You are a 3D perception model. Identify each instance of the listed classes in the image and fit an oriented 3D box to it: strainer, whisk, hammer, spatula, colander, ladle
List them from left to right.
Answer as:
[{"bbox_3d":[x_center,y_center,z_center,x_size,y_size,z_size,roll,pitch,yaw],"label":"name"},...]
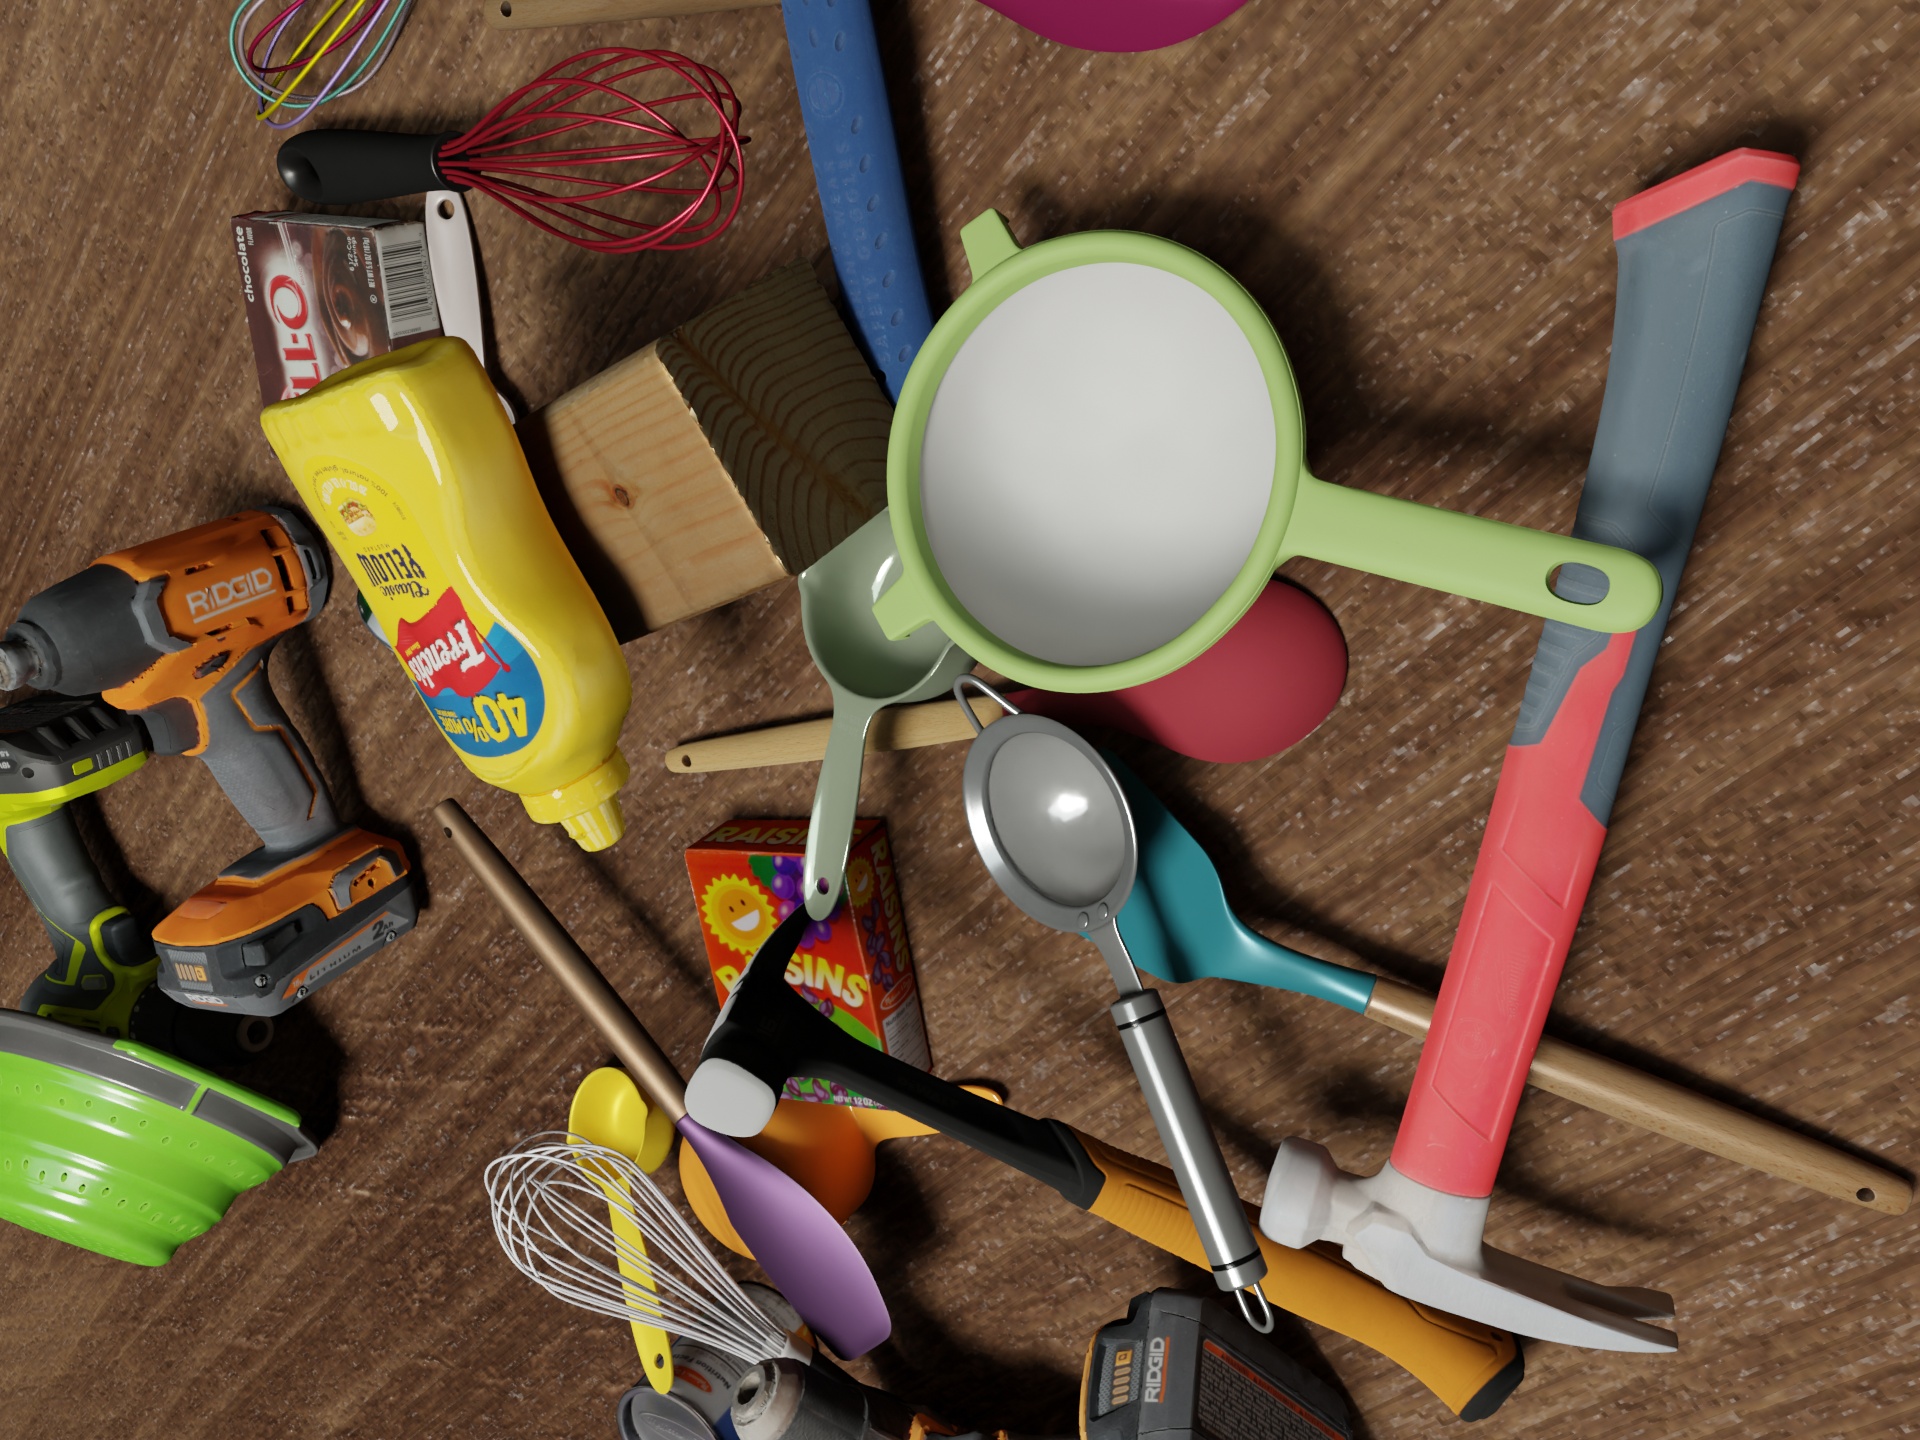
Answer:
[{"bbox_3d":[-0.537,0.261,0.956,0.397,0.095,0.204,-15,137,45],"label":"colander"},{"bbox_3d":[-0.212,-0.319,0.627,0.245,0.047,0.051,-29,105,30],"label":"whisk"},{"bbox_3d":[-0.187,-0.221,0.624,0.296,0.073,0.073,14,115,38],"label":"whisk"},{"bbox_3d":[-0.139,0.157,0.722,0.316,0.018,0.059,49,125,7],"label":"spatula"},{"bbox_3d":[-0.106,0.282,0.744,0.070,0.070,0.284,-31,116,34],"label":"whisk"},{"bbox_3d":[-0.060,-0.300,0.520,0.144,0.035,0.405,2,117,28],"label":"hammer"},{"bbox_3d":[-0.001,-0.002,0.640,0.315,0.031,0.069,-9,101,33],"label":"ladle"},{"bbox_3d":[0.063,0.178,0.618,0.337,0.127,0.034,26,114,-2],"label":"hammer"},{"bbox_3d":[0.063,0.098,0.586,0.087,0.050,0.258,-32,76,49],"label":"strainer"},{"bbox_3d":[0.098,-0.070,0.522,0.256,0.069,0.151,19,101,27],"label":"strainer"},{"bbox_3d":[0.178,0.104,0.584,0.317,0.044,0.082,21,116,16],"label":"spatula"},{"bbox_3d":[0.206,0.023,0.506,0.143,0.038,0.386,15,110,15],"label":"hammer"}]

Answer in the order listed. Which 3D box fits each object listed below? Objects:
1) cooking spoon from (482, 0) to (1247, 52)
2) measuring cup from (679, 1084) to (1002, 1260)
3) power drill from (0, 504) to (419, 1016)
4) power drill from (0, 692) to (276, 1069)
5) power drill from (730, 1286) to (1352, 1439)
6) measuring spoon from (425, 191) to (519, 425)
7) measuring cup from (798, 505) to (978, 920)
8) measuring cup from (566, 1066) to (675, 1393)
[{"bbox_3d":[-0.045,-0.266,0.565,0.319,0.017,0.068,7,113,26],"label":"cooking spoon"},{"bbox_3d":[-0.059,0.200,0.731,0.173,0.052,0.095,-22,97,35],"label":"measuring cup"},{"bbox_3d":[-0.362,0.025,0.768,0.084,0.164,0.226,-1,110,29],"label":"power drill"},{"bbox_3d":[-0.497,0.104,0.925,0.190,0.080,0.228,-2,111,31],"label":"power drill"},{"bbox_3d":[0.027,0.311,0.681,0.226,0.084,0.185,-31,119,35],"label":"power drill"},{"bbox_3d":[-0.215,-0.176,0.700,0.034,0.018,0.124,-4,100,13],"label":"measuring spoon"},{"bbox_3d":[-0.031,-0.001,0.626,0.083,0.038,0.167,21,104,34],"label":"measuring cup"},{"bbox_3d":[-0.154,0.247,0.783,0.062,0.029,0.157,-28,68,31],"label":"measuring cup"}]
